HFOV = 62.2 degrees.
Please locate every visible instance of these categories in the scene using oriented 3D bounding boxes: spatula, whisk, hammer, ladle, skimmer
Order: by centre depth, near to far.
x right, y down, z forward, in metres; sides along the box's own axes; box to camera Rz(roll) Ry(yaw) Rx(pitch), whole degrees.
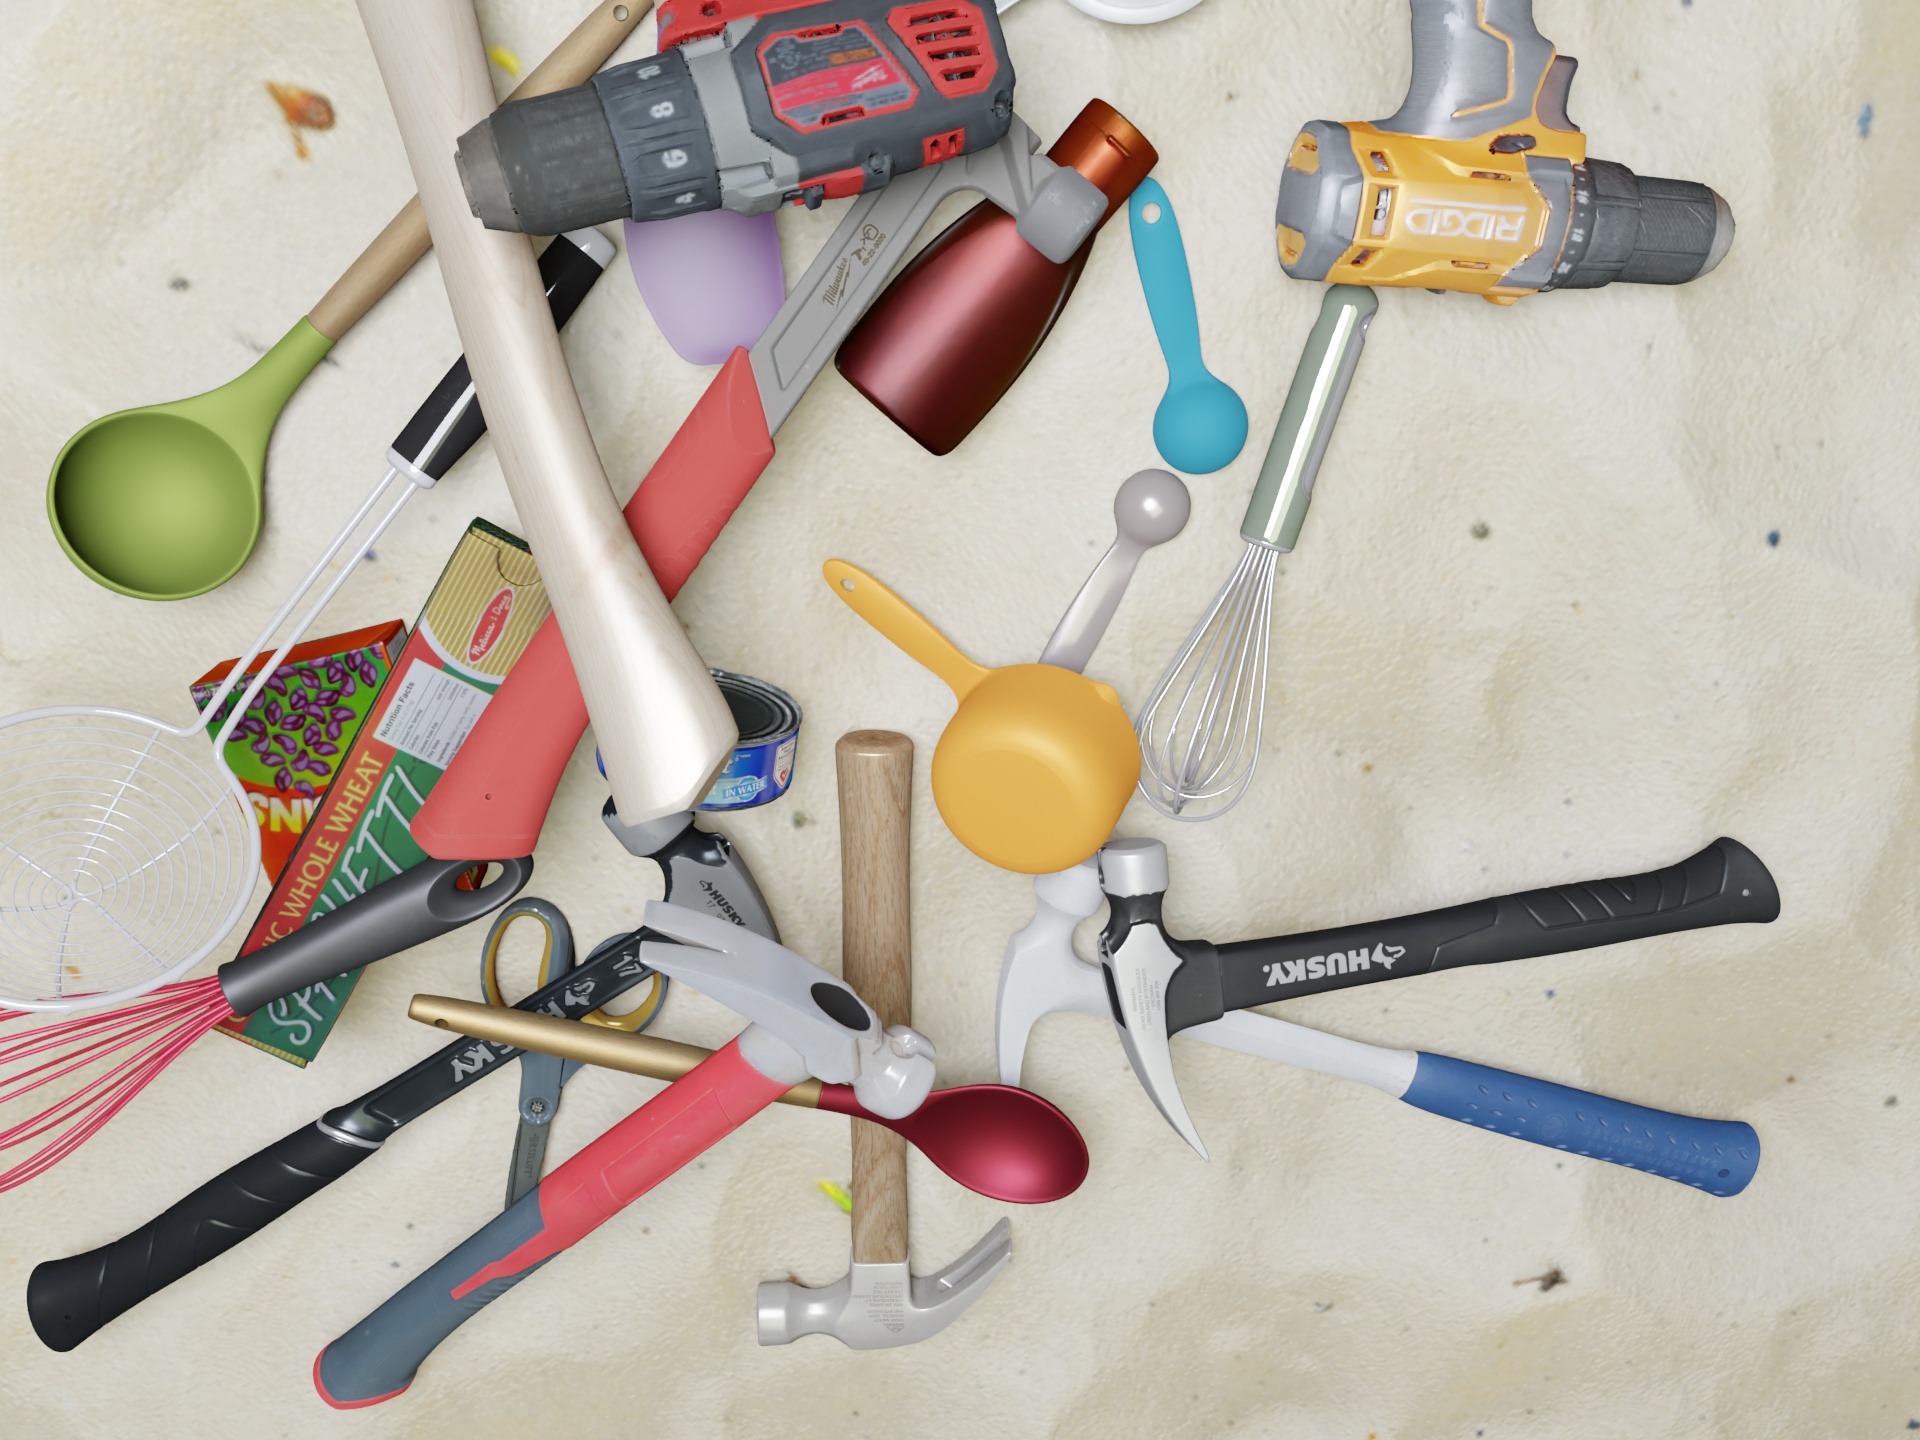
[{"bbox_3d":[-0.177,-0.158,0.574,0.146,0.038,0.410,-18,90,3],"label":"hammer"},{"bbox_3d":[-0.114,-0.295,0.597,0.059,0.018,0.315,-9,106,-9],"label":"spatula"},{"bbox_3d":[-0.256,-0.052,0.609,0.127,0.090,0.363,38,90,-1],"label":"skimmer"},{"bbox_3d":[-0.107,-0.099,0.612,0.149,0.037,0.359,36,96,-3],"label":"hammer"},{"bbox_3d":[-0.235,-0.170,0.625,0.320,0.062,0.078,-43,119,8],"label":"ladle"},{"bbox_3d":[-0.311,0.117,0.638,0.296,0.073,0.073,-25,110,-9],"label":"whisk"},{"bbox_3d":[0.132,-0.070,0.695,0.059,0.058,0.246,23,105,23],"label":"whisk"},{"bbox_3d":[-0.193,0.215,0.714,0.143,0.038,0.386,35,120,-29],"label":"hammer"},{"bbox_3d":[-0.090,0.165,0.721,0.315,0.031,0.069,16,119,-13],"label":"ladle"},{"bbox_3d":[-0.262,0.182,0.737,0.409,0.036,0.149,-32,114,7],"label":"hammer"},{"bbox_3d":[0.230,0.107,0.745,0.334,0.035,0.146,-8,96,-11],"label":"hammer"},{"bbox_3d":[-0.037,0.164,0.771,0.130,0.031,0.331,-1,109,-4],"label":"hammer"},{"bbox_3d":[0.210,0.179,0.794,0.405,0.035,0.144,16,107,-10],"label":"hammer"}]

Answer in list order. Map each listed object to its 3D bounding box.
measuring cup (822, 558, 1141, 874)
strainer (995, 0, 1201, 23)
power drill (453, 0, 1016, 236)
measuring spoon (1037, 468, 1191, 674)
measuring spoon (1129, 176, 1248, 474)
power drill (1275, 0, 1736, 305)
[{"bbox_3d":[-0.001,-0.002,0.693,0.173,0.052,0.095,40,128,-7],"label":"measuring cup"},{"bbox_3d":[0.011,-0.277,0.615,0.258,0.050,0.087,-32,93,10],"label":"strainer"},{"bbox_3d":[-0.097,-0.279,0.530,0.188,0.080,0.226,-17,95,-9],"label":"power drill"},{"bbox_3d":[0.064,-0.054,0.709,0.034,0.018,0.124,26,106,-13],"label":"measuring spoon"},{"bbox_3d":[0.093,-0.164,0.669,0.042,0.021,0.128,-17,111,1],"label":"measuring spoon"},{"bbox_3d":[0.230,-0.276,0.613,0.185,0.084,0.226,3,113,-8],"label":"power drill"}]
